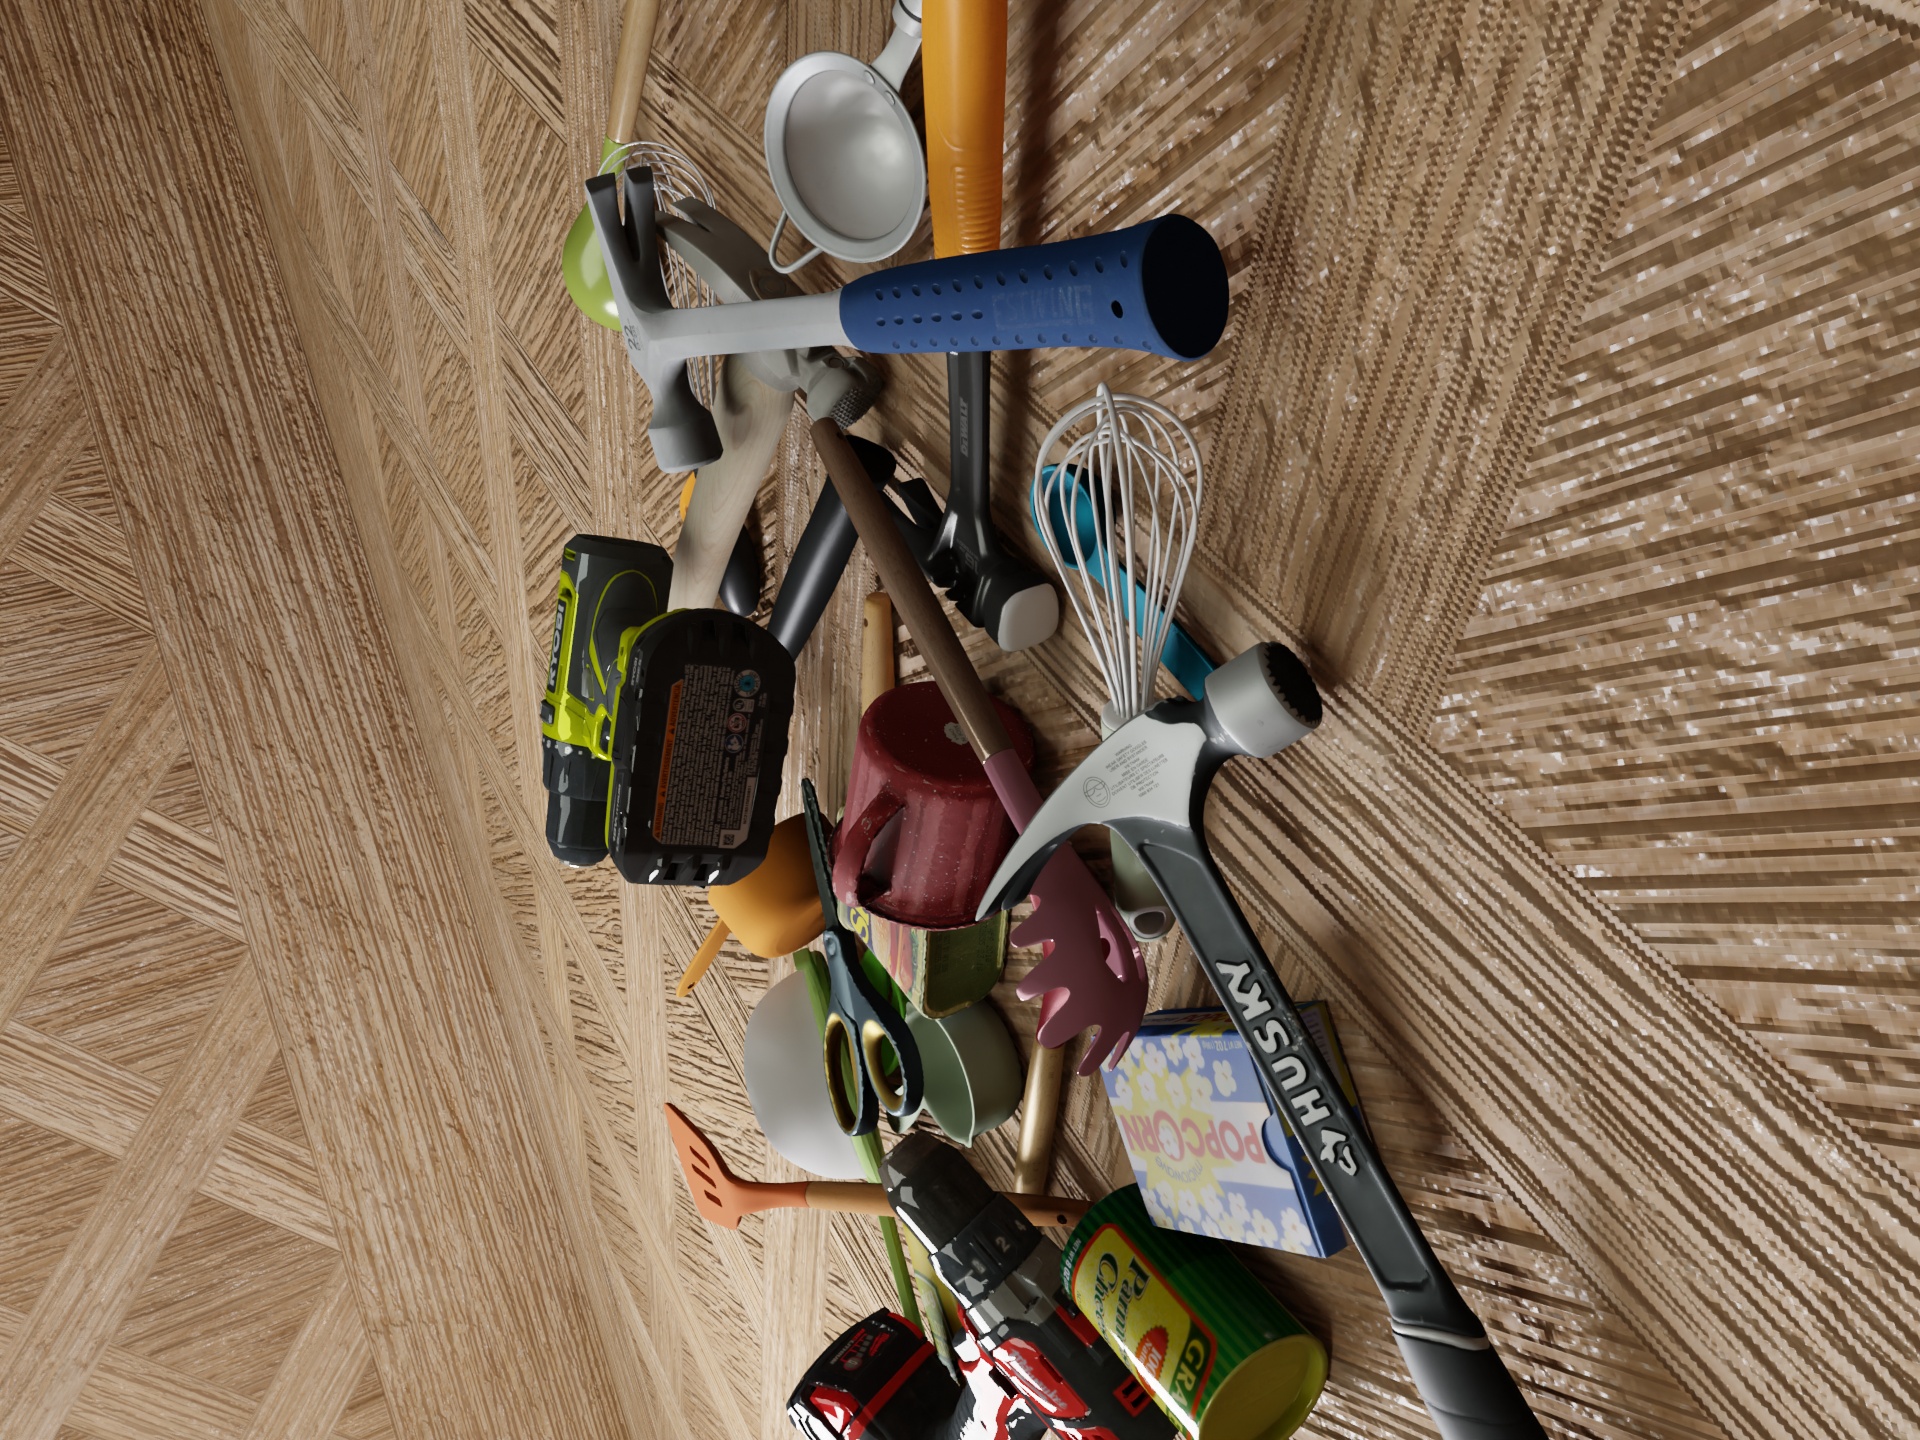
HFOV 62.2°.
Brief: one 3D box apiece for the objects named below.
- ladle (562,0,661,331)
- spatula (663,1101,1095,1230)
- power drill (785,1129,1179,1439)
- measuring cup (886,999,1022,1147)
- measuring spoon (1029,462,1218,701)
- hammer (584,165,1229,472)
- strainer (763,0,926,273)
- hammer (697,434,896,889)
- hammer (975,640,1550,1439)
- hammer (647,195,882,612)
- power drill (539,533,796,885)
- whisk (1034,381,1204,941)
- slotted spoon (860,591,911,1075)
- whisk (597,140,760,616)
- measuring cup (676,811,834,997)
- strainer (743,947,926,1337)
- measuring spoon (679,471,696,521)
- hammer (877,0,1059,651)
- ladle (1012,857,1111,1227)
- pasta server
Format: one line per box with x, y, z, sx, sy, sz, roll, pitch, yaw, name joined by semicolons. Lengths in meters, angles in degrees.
-0.178;-0.355;0.903;0.078;0.062;0.320;61;146;27;ladle
-0.059;0.263;0.896;0.323;0.041;0.081;-8;103;36;spatula
-0.006;0.324;0.825;0.188;0.080;0.226;47;133;9;power drill
-0.008;0.202;0.891;0.083;0.038;0.167;65;155;18;measuring cup
0.072;-0.049;0.603;0.129;0.021;0.042;53;150;20;measuring spoon
-0.048;-0.165;0.628;0.406;0.035;0.144;16;125;55;hammer
-0.017;-0.268;0.617;0.087;0.050;0.258;47;145;3;strainer
-0.102;-0.033;0.877;0.334;0.035;0.146;123;169;-50;hammer
0.143;0.184;0.525;0.149;0.036;0.409;-34;77;31;hammer
-0.154;-0.108;0.924;0.146;0.038;0.410;47;146;12;hammer
-0.172;0.008;0.849;0.229;0.080;0.190;25;108;60;power drill
0.063;-0.010;0.588;0.059;0.058;0.246;-97;-1;-53;whisk
-0.044;0.072;0.896;0.070;0.031;0.313;-134;38;-52;slotted spoon
-0.156;-0.190;0.930;0.070;0.070;0.284;34;139;53;whisk
-0.123;0.132;0.977;0.052;0.095;0.173;47;121;20;measuring cup
-0.082;0.272;0.975;0.151;0.069;0.256;89;165;-73;strainer
-0.168;-0.151;1.033;0.021;0.011;0.117;70;158;5;measuring spoon
-0.001;-0.191;0.608;0.127;0.034;0.336;48;149;41;hammer
0.042;0.174;0.783;0.069;0.031;0.315;52;149;41;ladle
-0.001;-0.002;0.671;0.040;0.060;0.316;-40;65;26;pasta server
